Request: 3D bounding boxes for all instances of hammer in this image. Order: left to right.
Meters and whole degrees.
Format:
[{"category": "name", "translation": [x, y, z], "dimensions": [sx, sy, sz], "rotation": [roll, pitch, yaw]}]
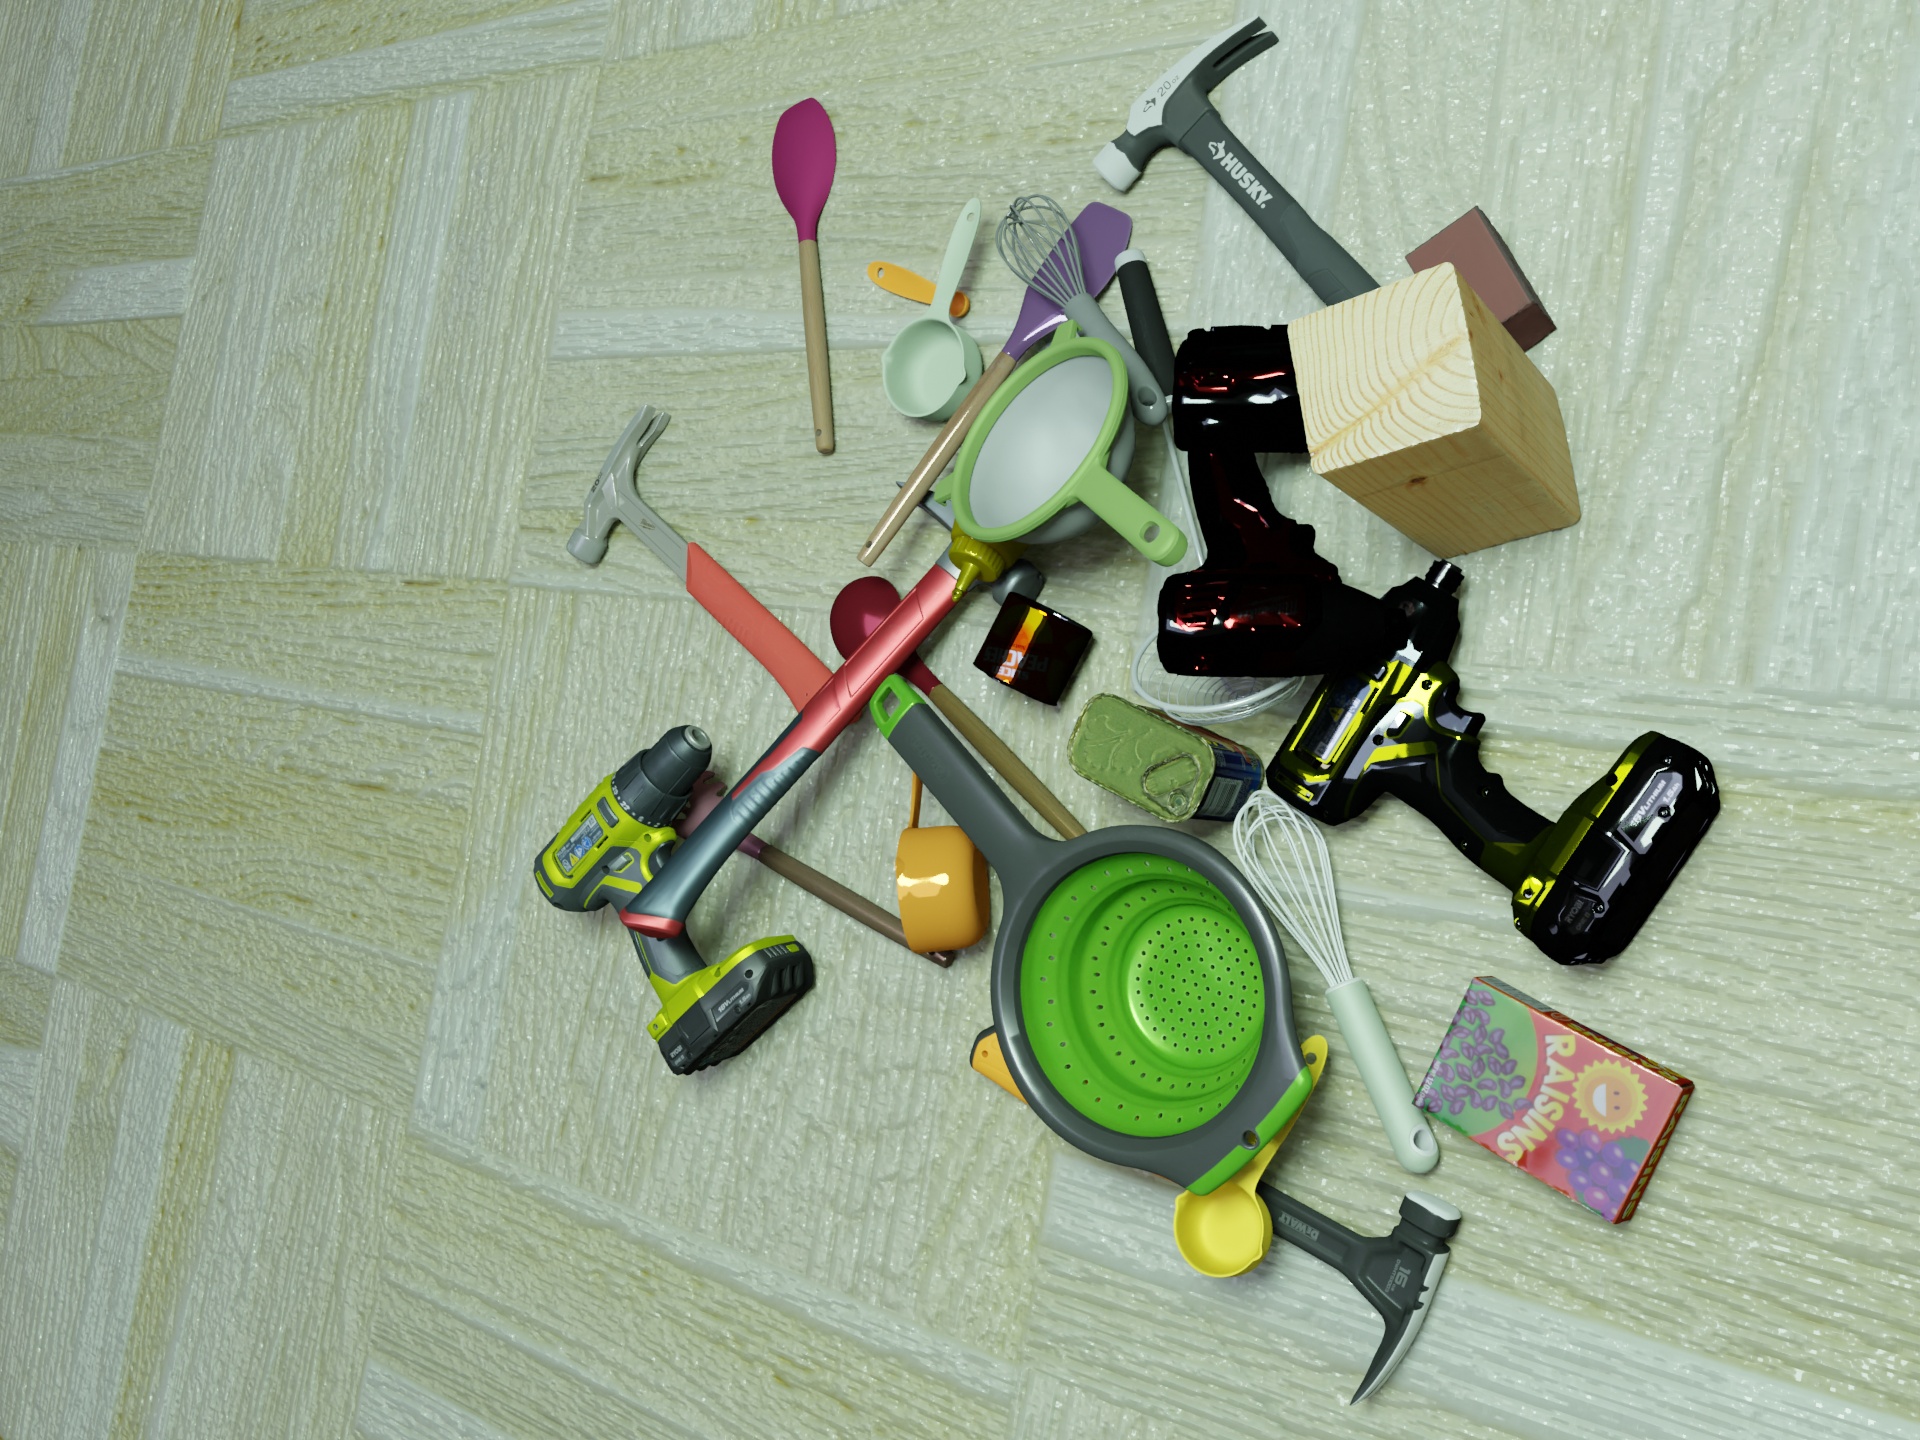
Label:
[{"category": "hammer", "translation": [-0.194, -0.114, 1.300], "dimensions": [0.359, 0.036, 0.149], "rotation": [42, 106, 32]}, {"category": "hammer", "translation": [-0.117, -0.002, 1.160], "dimensions": [0.386, 0.038, 0.143], "rotation": [-48, 59, -2]}, {"category": "hammer", "translation": [0.138, 0.287, 1.008], "dimensions": [0.337, 0.034, 0.127], "rotation": [23, 94, 35]}, {"category": "hammer", "translation": [0.226, -0.324, 1.048], "dimensions": [0.146, 0.035, 0.335], "rotation": [-44, 61, 21]}]

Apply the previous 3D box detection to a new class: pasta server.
[{"category": "pasta server", "translation": [-0.127, 0.114, 1.224], "dimensions": [0.316, 0.040, 0.060], "rotation": [26, 97, 31]}]

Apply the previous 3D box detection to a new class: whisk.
[{"category": "whisk", "translation": [0.085, -0.284, 1.093], "dimensions": [0.055, 0.055, 0.239], "rotation": [-41, 55, 22]}, {"category": "whisk", "translation": [0.229, 0.154, 0.966], "dimensions": [0.246, 0.057, 0.059], "rotation": [69, 155, 18]}]

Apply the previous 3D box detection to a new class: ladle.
[{"category": "ladle", "translation": [-0.002, -0.004, 1.158], "dimensions": [0.316, 0.031, 0.069], "rotation": [46, 107, 29]}]

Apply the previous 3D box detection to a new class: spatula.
[{"category": "spatula", "translation": [0.022, -0.242, 1.155], "dimensions": [0.060, 0.018, 0.316], "rotation": [37, 92, 33]}]

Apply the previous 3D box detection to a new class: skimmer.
[{"category": "skimmer", "translation": [0.145, -0.166, 1.043], "dimensions": [0.127, 0.090, 0.363], "rotation": [-17, 71, 16]}]

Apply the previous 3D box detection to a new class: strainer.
[{"category": "strainer", "translation": [0.088, -0.144, 0.995], "dimensions": [0.151, 0.069, 0.257], "rotation": [-52, 36, 10]}]

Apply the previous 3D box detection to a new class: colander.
[{"category": "colander", "translation": [0.079, 0.113, 1.028], "dimensions": [0.204, 0.094, 0.397], "rotation": [-52, 60, 20]}]

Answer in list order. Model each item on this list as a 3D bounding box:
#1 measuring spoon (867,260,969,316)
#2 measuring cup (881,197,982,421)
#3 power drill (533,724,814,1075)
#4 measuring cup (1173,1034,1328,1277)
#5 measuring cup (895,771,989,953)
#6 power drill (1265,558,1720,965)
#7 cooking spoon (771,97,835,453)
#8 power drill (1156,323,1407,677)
[{"category": "measuring spoon", "translation": [-0.033, -0.339, 1.244], "dimensions": [0.117, 0.011, 0.021], "rotation": [32, 113, 37]}, {"category": "measuring cup", "translation": [-0.005, -0.306, 1.197], "dimensions": [0.083, 0.038, 0.167], "rotation": [21, 96, 34]}, {"category": "power drill", "translation": [-0.215, 0.135, 1.221], "dimensions": [0.190, 0.080, 0.229], "rotation": [-44, 70, 24]}, {"category": "measuring cup", "translation": [0.183, 0.260, 0.953], "dimensions": [0.062, 0.029, 0.156], "rotation": [26, 84, 37]}, {"category": "measuring cup", "translation": [-0.009, 0.079, 1.123], "dimensions": [0.052, 0.095, 0.174], "rotation": [-5, 61, 11]}, {"category": "power drill", "translation": [0.304, 0.021, 0.915], "dimensions": [0.223, 0.080, 0.171], "rotation": [38, 104, 36]}, {"category": "cooking spoon", "translation": [-0.123, -0.368, 1.304], "dimensions": [0.069, 0.017, 0.319], "rotation": [-15, 73, 32]}, {"category": "power drill", "translation": [0.192, -0.128, 0.959], "dimensions": [0.143, 0.078, 0.220], "rotation": [1, 66, 9]}]
